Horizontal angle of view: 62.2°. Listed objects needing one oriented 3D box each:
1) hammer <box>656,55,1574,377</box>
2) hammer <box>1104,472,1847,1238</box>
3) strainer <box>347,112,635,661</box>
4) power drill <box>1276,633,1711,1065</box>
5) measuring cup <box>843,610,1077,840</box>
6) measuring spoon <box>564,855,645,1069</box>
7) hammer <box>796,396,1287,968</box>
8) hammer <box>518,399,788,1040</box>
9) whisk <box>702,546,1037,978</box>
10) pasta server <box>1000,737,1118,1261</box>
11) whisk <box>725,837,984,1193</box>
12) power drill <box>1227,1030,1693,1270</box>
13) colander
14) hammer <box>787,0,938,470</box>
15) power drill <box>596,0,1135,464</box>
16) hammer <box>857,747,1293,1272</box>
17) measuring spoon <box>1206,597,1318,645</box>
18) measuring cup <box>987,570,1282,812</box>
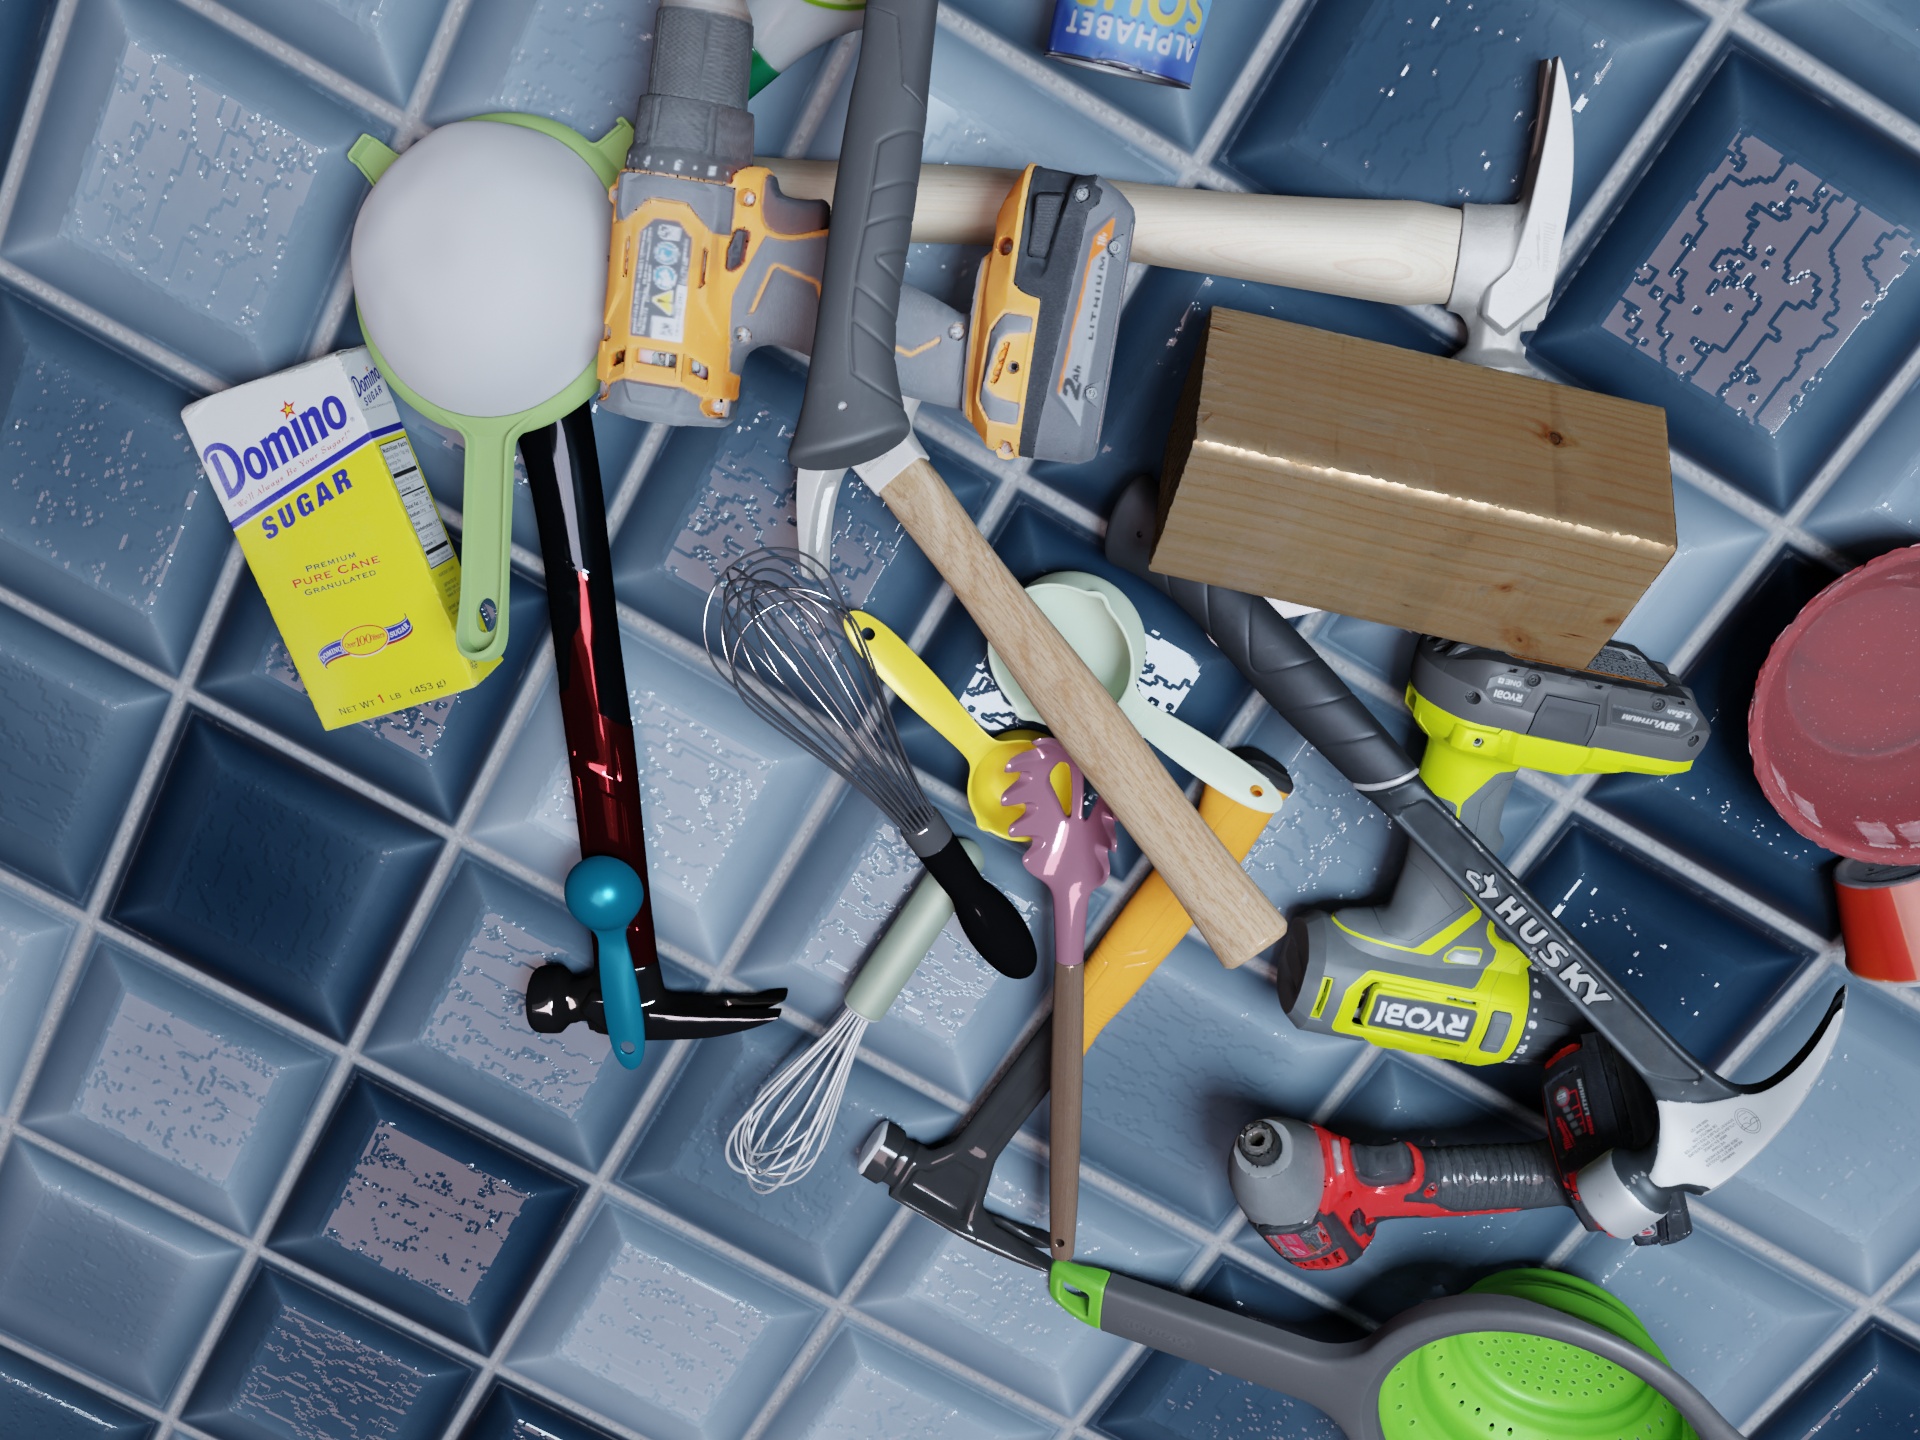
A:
[{"bbox_3d":[0.064,-0.238,0.725,0.410,0.038,0.146,6,109,3],"label":"hammer"},{"bbox_3d":[0.213,0.038,0.730,0.409,0.036,0.149,48,121,13],"label":"hammer"},{"bbox_3d":[-0.226,-0.156,0.720,0.151,0.069,0.256,2,90,14],"label":"strainer"},{"bbox_3d":[0.281,0.073,0.800,0.190,0.080,0.228,11,113,-3],"label":"power drill"},{"bbox_3d":[-0.001,-0.003,0.824,0.062,0.029,0.156,-42,99,17],"label":"measuring cup"},{"bbox_3d":[-0.186,0.135,0.851,0.042,0.021,0.128,-3,109,4],"label":"measuring spoon"},{"bbox_3d":[0.037,-0.025,0.749,0.130,0.031,0.331,-39,81,17],"label":"hammer"},{"bbox_3d":[-0.176,-0.008,0.831,0.143,0.038,0.386,-1,110,4],"label":"hammer"},{"bbox_3d":[-0.032,0.031,0.786,0.070,0.070,0.284,-26,120,14],"label":"whisk"},{"bbox_3d":[0.054,0.153,0.834,0.060,0.040,0.316,7,110,19],"label":"pasta server"},{"bbox_3d":[-0.058,0.164,0.881,0.057,0.059,0.246,24,107,-30],"label":"whisk"},{"bbox_3d":[0.250,0.229,0.824,0.219,0.079,0.143,-15,140,20],"label":"power drill"},{"bbox_3d":[0.249,0.359,0.909,0.397,0.094,0.204,13,120,20],"label":"colander"},{"bbox_3d":[-0.031,-0.262,0.625,0.146,0.035,0.335,7,84,4],"label":"hammer"},{"bbox_3d":[-0.041,-0.209,0.684,0.226,0.084,0.185,10,104,5],"label":"power drill"},{"bbox_3d":[0.079,0.158,0.870,0.127,0.034,0.336,31,110,-6],"label":"hammer"},{"bbox_3d":[0.180,-0.066,0.792,0.124,0.018,0.034,-17,106,4],"label":"measuring spoon"},{"bbox_3d":[0.092,-0.011,0.788,0.167,0.038,0.083,35,122,4],"label":"measuring cup"}]
